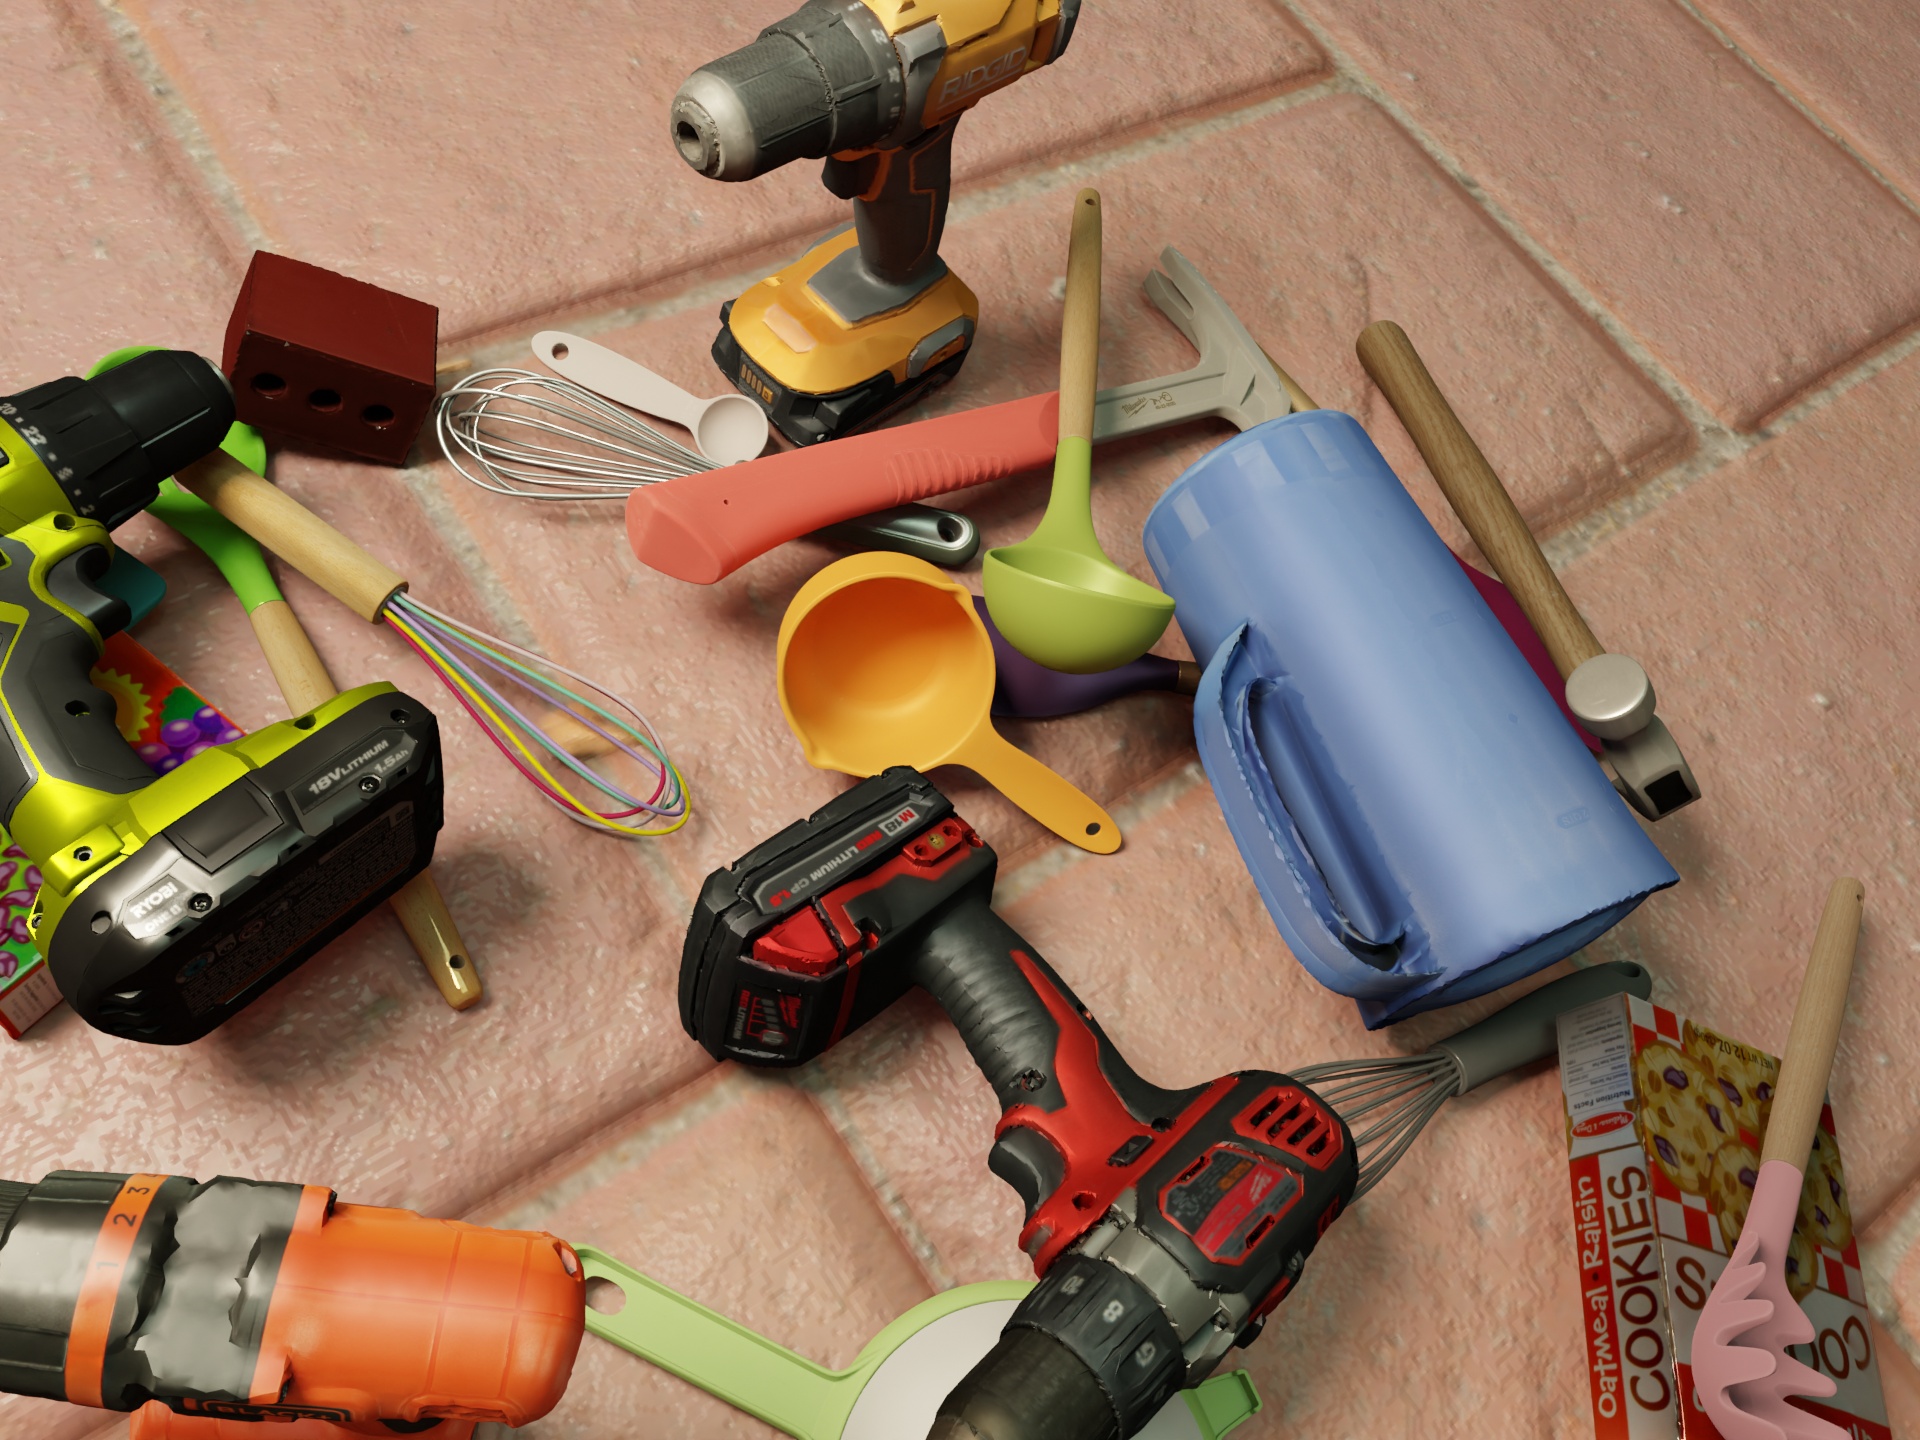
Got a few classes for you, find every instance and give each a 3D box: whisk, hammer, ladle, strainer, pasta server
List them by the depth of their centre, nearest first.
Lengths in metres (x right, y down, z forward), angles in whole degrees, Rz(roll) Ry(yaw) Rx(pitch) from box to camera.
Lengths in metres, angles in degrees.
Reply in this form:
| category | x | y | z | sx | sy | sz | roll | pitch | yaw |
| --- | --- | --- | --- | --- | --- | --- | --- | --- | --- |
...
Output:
| category | x | y | z | sx | sy | sz | roll | pitch | yaw |
| --- | --- | --- | --- | --- | --- | --- | --- | --- | --- |
| strainer | -0.019 | 0.230 | 0.515 | 0.256 | 0.069 | 0.152 | 27 | 57 | 0 |
| pasta server | 0.329 | 0.156 | 0.614 | 0.060 | 0.040 | 0.316 | 56 | 46 | -12 |
| whisk | -0.207 | -0.032 | 0.621 | 0.245 | 0.051 | 0.047 | 36 | 63 | 0 |
| whisk | 0.200 | 0.142 | 0.643 | 0.239 | 0.055 | 0.055 | -16 | 66 | -28 |
| ladle | 0.055 | -0.147 | 0.703 | 0.078 | 0.062 | 0.320 | 13 | 52 | -9 |
| whisk | -0.108 | -0.107 | 0.706 | 0.246 | 0.059 | 0.058 | 12 | 70 | -14 |
| hammer | 0.010 | -0.135 | 0.730 | 0.359 | 0.036 | 0.149 | -20 | 70 | -34 |
| hammer | 0.258 | -0.086 | 0.753 | 0.129 | 0.031 | 0.332 | 43 | 24 | -41 |

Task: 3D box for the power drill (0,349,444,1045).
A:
| category | x | y | z | sx | sy | sz | roll | pitch | yaw |
| --- | --- | --- | --- | --- | --- | --- | --- | --- | --- |
| power drill | -0.285 | -0.023 | 0.542 | 0.228 | 0.080 | 0.190 | 42 | 58 | 11 |

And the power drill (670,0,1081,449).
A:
| category | x | y | z | sx | sy | sz | roll | pitch | yaw |
| --- | --- | --- | --- | --- | --- | --- | --- | --- | --- |
| power drill | -0.050 | -0.215 | 0.677 | 0.185 | 0.226 | 0.084 | -37 | 75 | -30 |

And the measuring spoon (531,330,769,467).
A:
| category | x | y | z | sx | sy | sz | roll | pitch | yaw |
| --- | --- | --- | --- | --- | --- | --- | --- | --- | --- |
| measuring spoon | -0.144 | -0.152 | 0.742 | 0.124 | 0.018 | 0.034 | 26 | 88 | 8 |

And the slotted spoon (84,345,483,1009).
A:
| category | x | y | z | sx | sy | sz | roll | pitch | yaw |
| --- | --- | --- | --- | --- | --- | --- | --- | --- | --- |
| slotted spoon | -0.263 | -0.022 | 0.624 | 0.070 | 0.031 | 0.314 | -19 | 68 | -40 |

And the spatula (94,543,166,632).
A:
| category | x | y | z | sx | sy | sz | roll | pitch | yaw |
| --- | --- | --- | --- | --- | --- | --- | --- | --- | --- |
| spatula | -0.402 | 0.030 | 0.521 | 0.082 | 0.044 | 0.318 | 30 | 41 | -1 |

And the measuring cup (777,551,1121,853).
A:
| category | x | y | z | sx | sy | sz | roll | pitch | yaw |
| --- | --- | --- | --- | --- | --- | --- | --- | --- | --- |
| measuring cup | -0.001 | -0.002 | 0.669 | 0.173 | 0.095 | 0.052 | 37 | 12 | -21 |

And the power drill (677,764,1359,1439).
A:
| category | x | y | z | sx | sy | sz | roll | pitch | yaw |
| --- | --- | --- | --- | --- | --- | --- | --- | --- | --- |
| power drill | 0.001 | 0.136 | 0.535 | 0.227 | 0.080 | 0.188 | 39 | 48 | 22 |

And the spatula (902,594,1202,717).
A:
| category | x | y | z | sx | sy | sz | roll | pitch | yaw |
| --- | --- | --- | --- | --- | --- | --- | --- | --- | --- |
| spatula | 0.123 | -0.015 | 0.730 | 0.316 | 0.018 | 0.060 | 8 | 63 | -10 |

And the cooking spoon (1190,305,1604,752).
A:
| category | x | y | z | sx | sy | sz | roll | pitch | yaw |
| --- | --- | --- | --- | --- | --- | --- | --- | --- | --- |
| cooking spoon | 0.221 | -0.106 | 0.811 | 0.068 | 0.017 | 0.319 | -21 | 66 | -43 |
